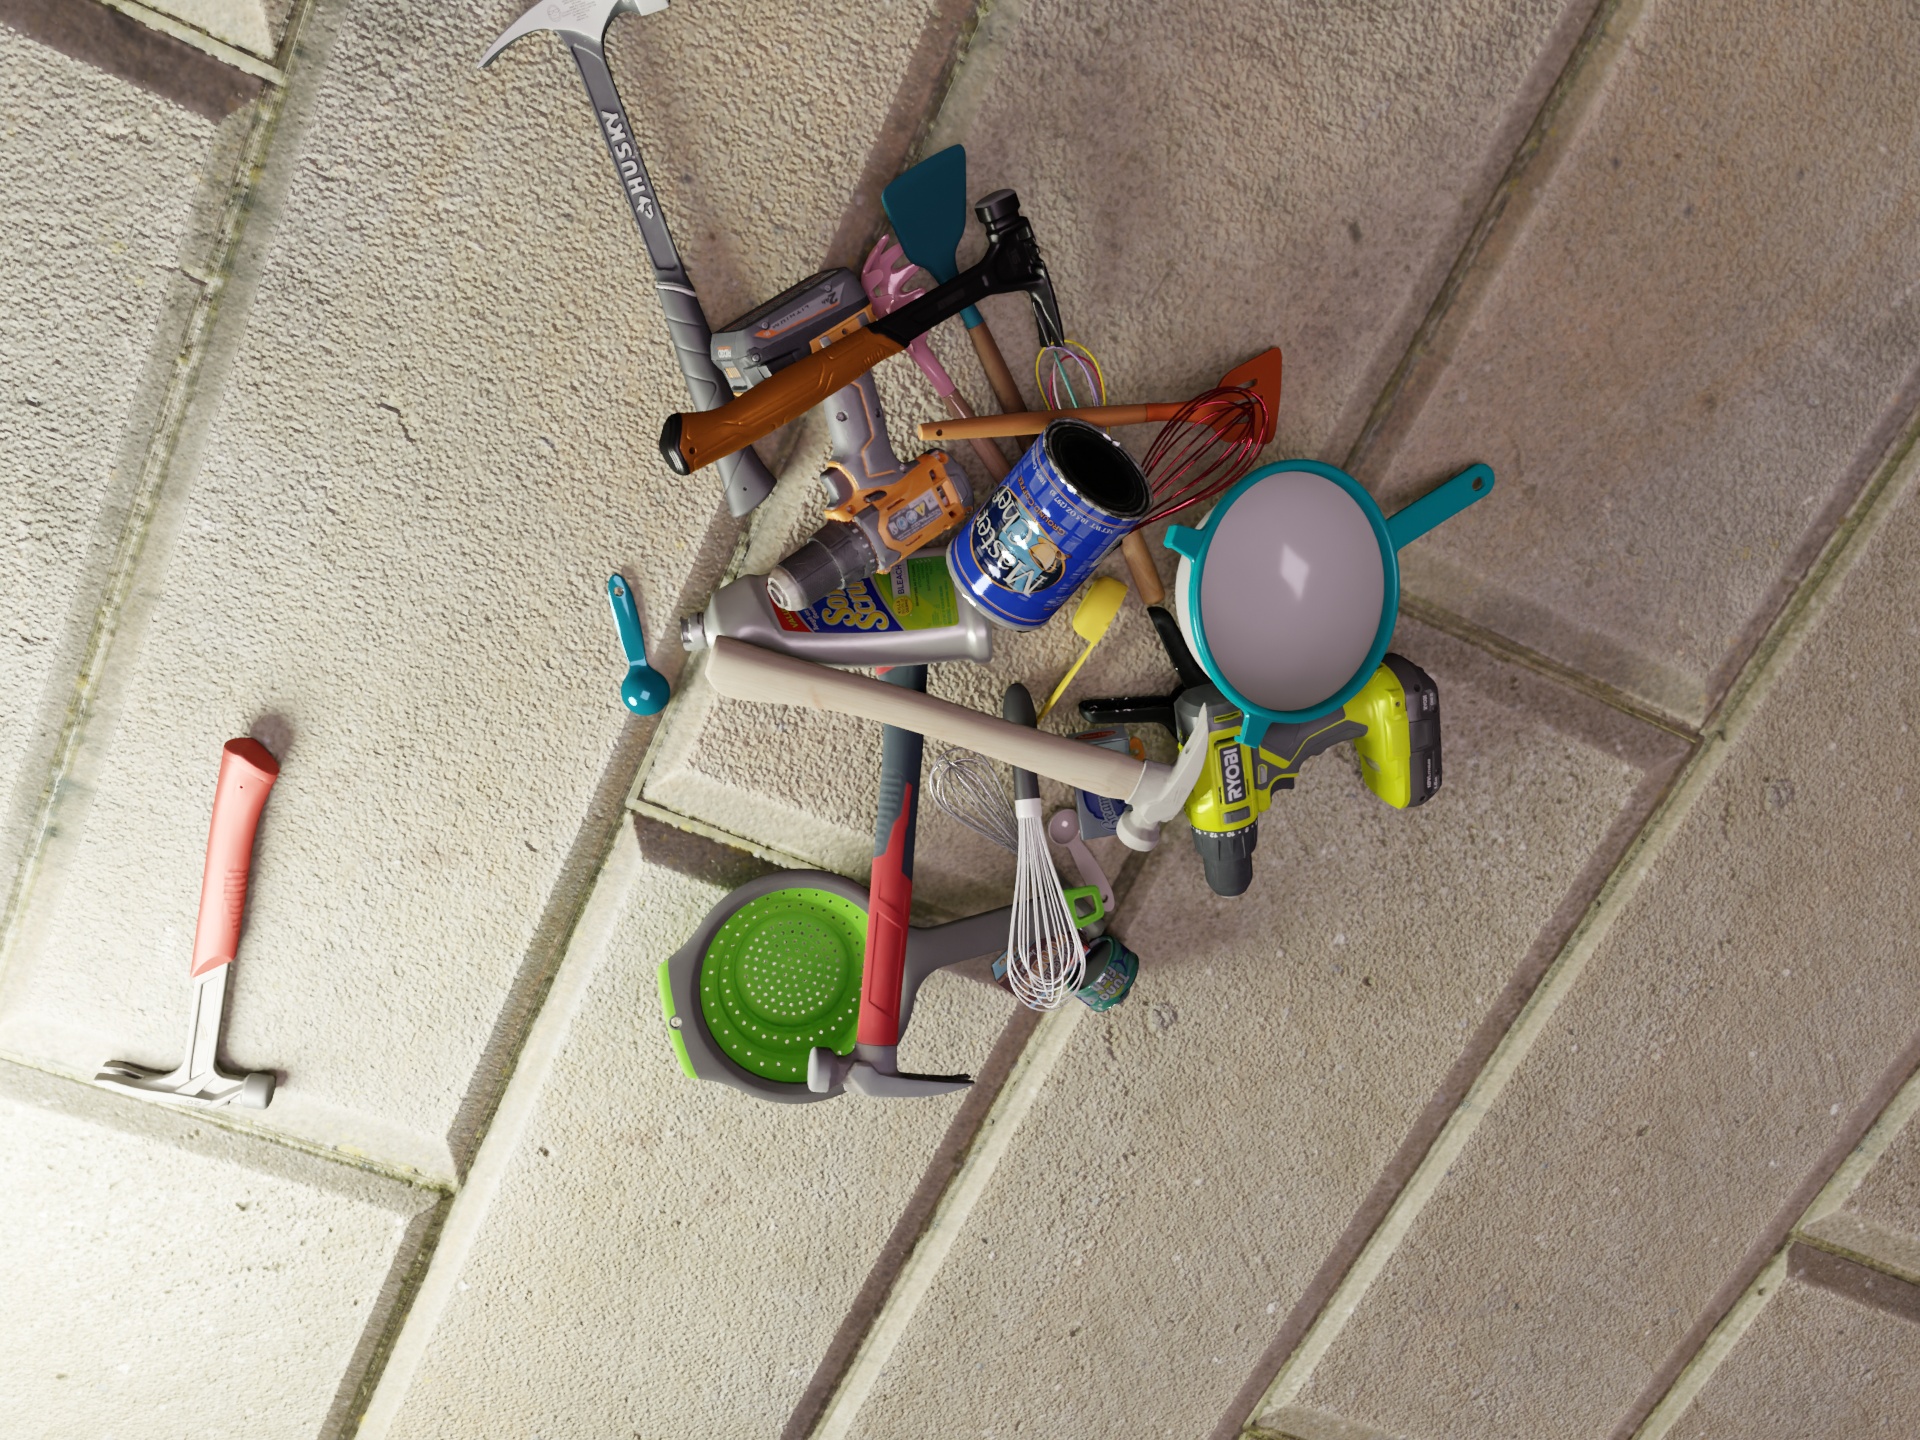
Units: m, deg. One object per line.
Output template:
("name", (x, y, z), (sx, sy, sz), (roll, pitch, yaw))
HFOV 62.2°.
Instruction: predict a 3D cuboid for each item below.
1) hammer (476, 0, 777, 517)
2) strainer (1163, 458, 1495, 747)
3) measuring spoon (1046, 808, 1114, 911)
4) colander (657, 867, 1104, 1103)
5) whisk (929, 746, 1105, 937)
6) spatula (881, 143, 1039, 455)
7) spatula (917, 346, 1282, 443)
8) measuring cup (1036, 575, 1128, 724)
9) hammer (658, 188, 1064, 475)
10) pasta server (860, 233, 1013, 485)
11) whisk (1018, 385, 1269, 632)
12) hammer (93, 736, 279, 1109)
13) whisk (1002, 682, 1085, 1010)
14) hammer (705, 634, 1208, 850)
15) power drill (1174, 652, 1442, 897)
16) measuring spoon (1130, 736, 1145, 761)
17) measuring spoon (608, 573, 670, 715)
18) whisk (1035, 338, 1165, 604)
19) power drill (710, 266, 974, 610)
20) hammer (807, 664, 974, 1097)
("hammer", (-0.231, -0.349, 1.223), (0.149, 0.036, 0.408), (-17, 113, 2))
("strainer", (0.302, -0.136, 1.330), (0.340, 0.095, 0.211), (-30, 109, -23))
("measuring spoon", (0.111, 0.129, 1.464), (0.034, 0.018, 0.124), (-38, 119, -15))
("colander", (-0.069, 0.209, 1.429), (0.397, 0.094, 0.204), (-14, 94, -10))
("whisk", (0.056, 0.115, 1.435), (0.059, 0.058, 0.246), (-46, 115, -9))
("spatula", (0.027, -0.292, 1.269), (0.082, 0.044, 0.317), (-38, 116, -21))
("spatula", (0.119, -0.244, 1.266), (0.322, 0.041, 0.081), (-8, 115, -16))
("measuring cup", (0.093, -0.059, 1.373), (0.029, 0.062, 0.156), (31, 117, -3))
("hammer", (-0.072, -0.267, 1.182), (0.337, 0.034, 0.127), (-34, 117, -19))
("pasta server", (0.011, -0.247, 1.289), (0.040, 0.060, 0.316), (-18, 120, 35))
("whisk", (0.136, -0.162, 1.288), (0.073, 0.073, 0.295), (35, 126, -18))
("hammer", (-0.656, 0.180, 1.385), (0.149, 0.037, 0.359), (13, 110, -11))
("whisk", (0.061, 0.108, 1.378), (0.070, 0.070, 0.285), (-6, 84, -4))
("hammer", (-0.002, -0.004, 1.296), (0.410, 0.038, 0.146), (16, 127, -10))
("power drill", (0.300, 0.045, 1.391), (0.228, 0.080, 0.190), (-15, 113, -13))
("measuring spoon", (0.156, 0.066, 1.433), (0.021, 0.011, 0.116), (-5, 123, -3))
("measuring spoon", (-0.276, -0.060, 1.338), (0.042, 0.021, 0.128), (-11, 114, -2))
("whisk", (0.124, -0.202, 1.318), (0.047, 0.051, 0.244), (-27, 115, -2))
("power drill", (-0.108, -0.212, 1.241), (0.185, 0.084, 0.226), (-36, 115, -19))
("hammer", (-0.043, 0.128, 1.364), (0.143, 0.038, 0.386), (5, 91, -12))
